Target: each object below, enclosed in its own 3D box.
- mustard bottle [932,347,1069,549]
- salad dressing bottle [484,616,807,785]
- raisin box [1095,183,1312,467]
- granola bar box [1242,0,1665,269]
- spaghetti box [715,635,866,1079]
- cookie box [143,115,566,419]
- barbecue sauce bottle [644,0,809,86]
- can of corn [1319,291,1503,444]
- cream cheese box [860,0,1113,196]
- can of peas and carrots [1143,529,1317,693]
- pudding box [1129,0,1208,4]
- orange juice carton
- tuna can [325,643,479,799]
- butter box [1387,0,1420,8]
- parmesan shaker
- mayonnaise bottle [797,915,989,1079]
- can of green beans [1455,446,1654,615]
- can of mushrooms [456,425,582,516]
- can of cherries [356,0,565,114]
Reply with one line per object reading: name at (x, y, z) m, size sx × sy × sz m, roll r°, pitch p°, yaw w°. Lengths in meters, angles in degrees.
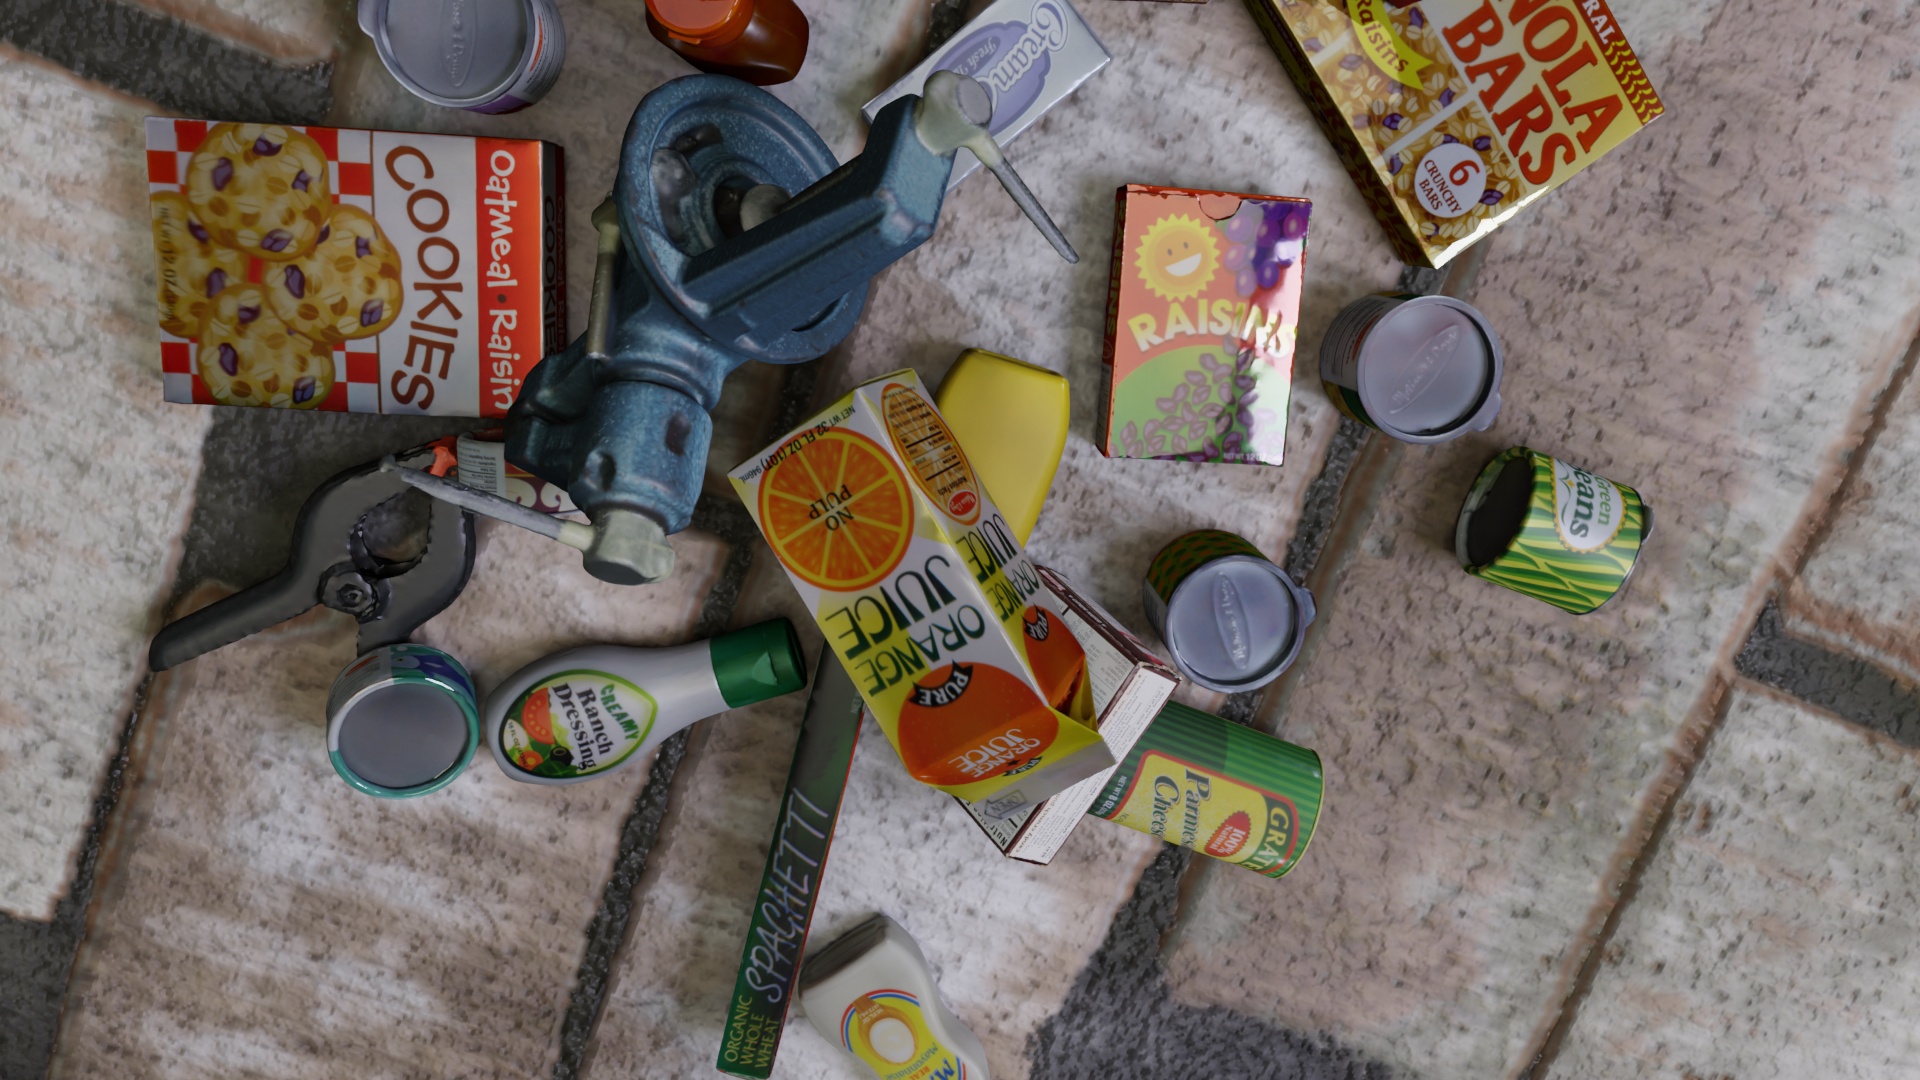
mustard bottle at (0.002, -0.008, 0.652) m, size 0.065 × 0.049 × 0.159 m, roll 18°, pitch 102°, yaw -2°
salad dressing bottle at (-0.149, 0.073, 0.664) m, size 0.148 × 0.044 × 0.064 m, roll -17°, pitch 103°, yaw 0°
raisin box at (0.110, -0.099, 0.643) m, size 0.086 × 0.040 × 0.123 m, roll 3°, pitch 102°, yaw -3°
granola bar box at (0.215, -0.225, 0.621) m, size 0.124 × 0.039 × 0.165 m, roll -35°, pitch 102°, yaw 4°
spaghetti box at (-0.077, 0.144, 0.681) m, size 0.029 × 0.050 × 0.249 m, roll 14°, pitch 102°, yaw -4°
cookie box at (-0.264, -0.120, 0.618) m, size 0.167 × 0.040 × 0.122 m, roll 3°, pitch 103°, yaw -3°
barbecue sauce bottle at (-0.096, -0.210, 0.551) m, size 0.065 × 0.149 × 0.043 m, roll 14°, pitch 102°, yaw -6°
can of corn at (0.208, -0.080, 0.642) m, size 0.071 × 0.058 × 0.071 m, roll -1°, pitch 103°, yaw -3°
cream cheese box at (0.011, -0.203, 0.622) m, size 0.104 × 0.024 × 0.053 m, roll -38°, pitch 102°, yaw 5°
can of peas and carrots at (0.127, 0.031, 0.662) m, size 0.071 × 0.059 × 0.070 m, roll -1°, pitch 103°, yaw -4°
pudding box at (0.091, -0.280, 0.606) m, size 0.050 × 0.030 × 0.083 m, roll 2°, pitch 103°, yaw -4°
orange juice carton at (-0.010, 0.028, 0.595) m, size 0.071 × 0.073 × 0.192 m, roll -31°, pitch 92°, yaw 22°
tuna can at (-0.255, 0.085, 0.643) m, size 0.071 × 0.033 × 0.070 m, roll -9°, pitch 115°, yaw -20°
butter box at (0.211, -0.269, 0.562) m, size 0.024 × 0.053 × 0.103 m, roll 34°, pitch 98°, yaw -12°
parmesan shaker at (0.114, 0.119, 0.679) m, size 0.103 × 0.071 × 0.071 m, roll 20°, pitch 101°, yaw -7°
mayonnaise bottle at (-0.019, 0.268, 0.716) m, size 0.065 × 0.041 × 0.148 m, roll -34°, pitch 102°, yaw 2°
can of green beans at (0.278, -0.005, 0.659) m, size 0.058 × 0.071 × 0.071 m, roll 20°, pitch 101°, yaw -7°
can of mushrooms at (-0.191, -0.033, 0.629) m, size 0.071 × 0.071 × 0.033 m, roll 0°, pitch 102°, yaw -3°
can of cherries at (-0.210, -0.217, 0.590) m, size 0.071 × 0.058 × 0.071 m, roll -1°, pitch 104°, yaw -3°
